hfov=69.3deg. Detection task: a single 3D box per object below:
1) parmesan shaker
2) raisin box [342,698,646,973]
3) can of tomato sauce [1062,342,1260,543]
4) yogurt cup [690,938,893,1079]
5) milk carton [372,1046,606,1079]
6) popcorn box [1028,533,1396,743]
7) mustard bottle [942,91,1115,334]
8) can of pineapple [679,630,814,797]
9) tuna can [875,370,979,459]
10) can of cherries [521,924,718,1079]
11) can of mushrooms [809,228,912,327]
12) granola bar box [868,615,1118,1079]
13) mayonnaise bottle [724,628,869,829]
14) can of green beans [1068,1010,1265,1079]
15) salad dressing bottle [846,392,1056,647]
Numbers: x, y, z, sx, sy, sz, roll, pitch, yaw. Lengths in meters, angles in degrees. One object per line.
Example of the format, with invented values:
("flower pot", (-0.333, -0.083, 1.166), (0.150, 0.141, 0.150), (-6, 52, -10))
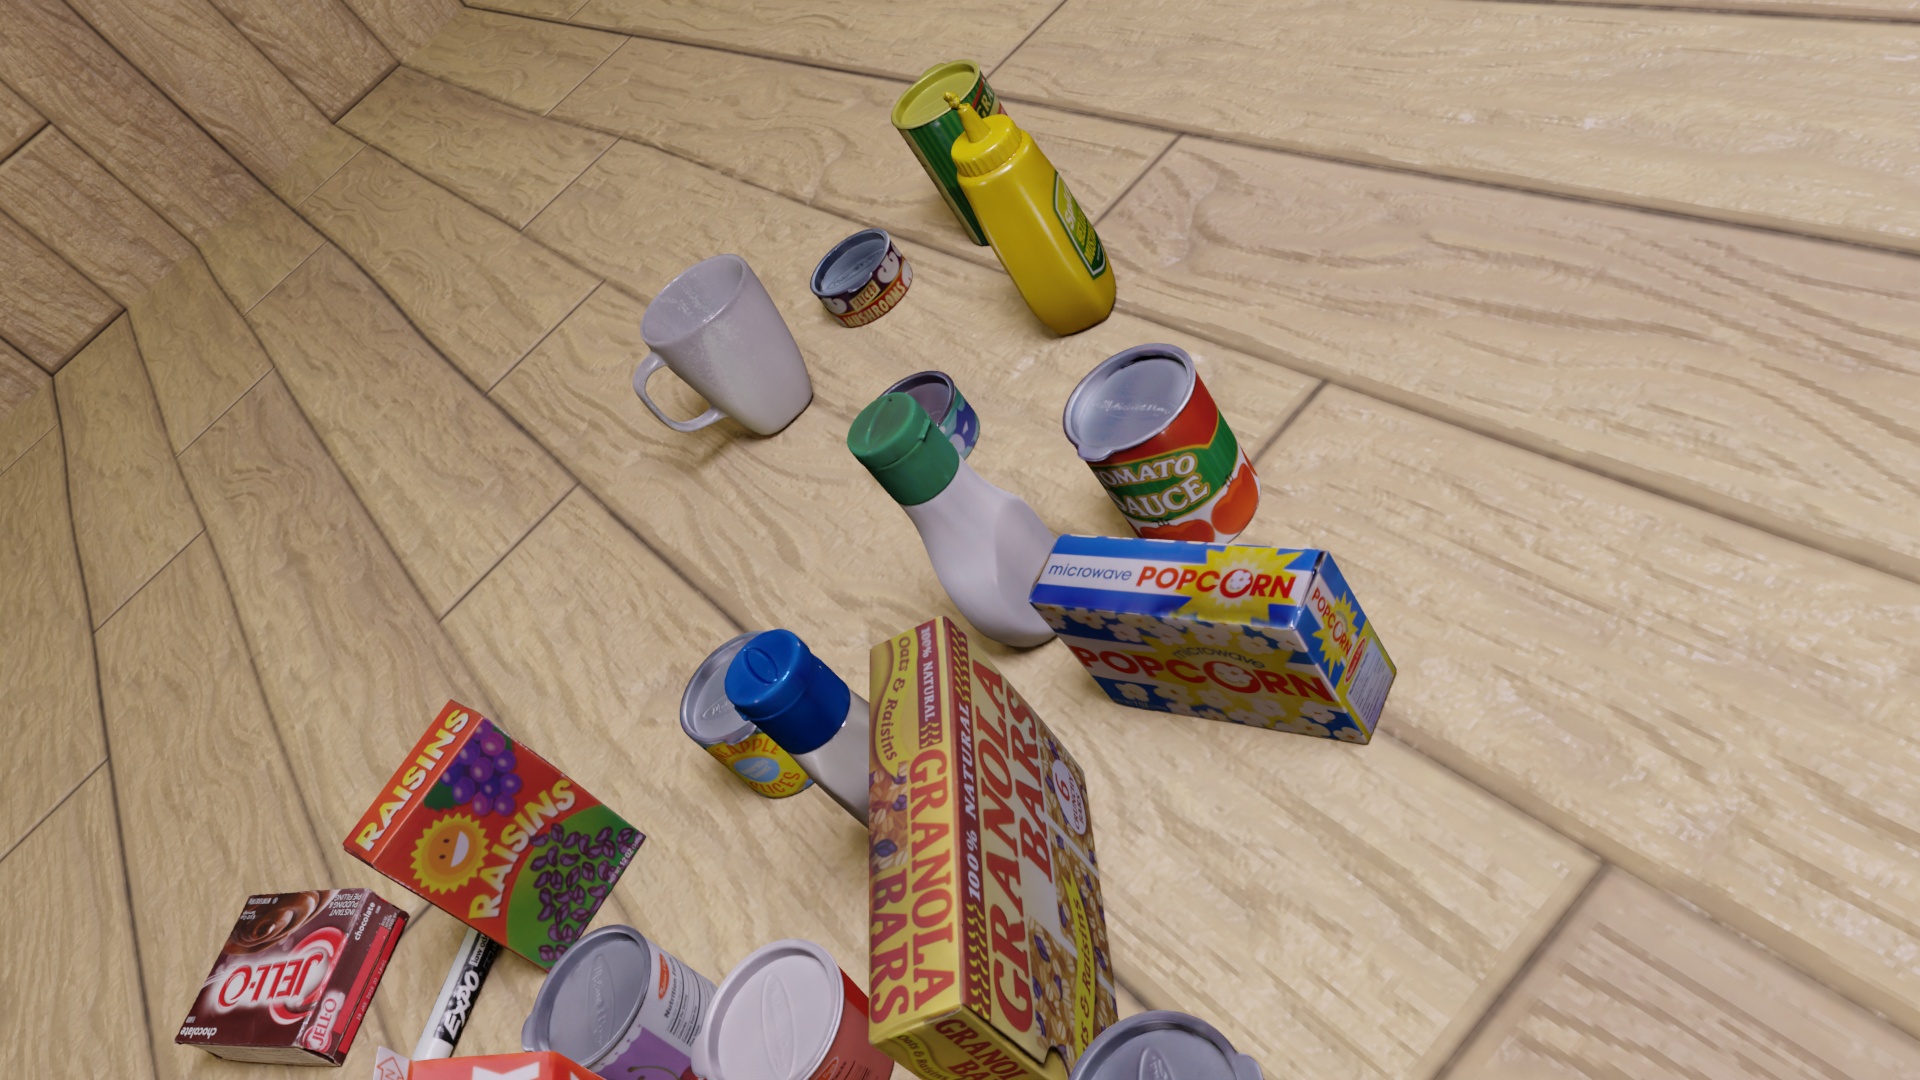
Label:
("parmesan shaker", (0.009, -0.258, 0.923), (0.071, 0.102, 0.072), (-22, 42, 21))
("raisin box", (-0.231, 0.150, 0.699), (0.040, 0.123, 0.086), (10, 60, 44))
("can of tomato sauce", (0.096, -0.039, 0.655), (0.071, 0.083, 0.071), (-22, 42, 21))
("yogurt cup", (-0.063, 0.205, 0.566), (0.072, 0.053, 0.073), (-22, 42, 21))
("milk carton", (-0.133, 0.241, 0.477), (0.073, 0.190, 0.073), (-31, 39, 11))
("popcorn box", (0.102, 0.038, 0.572), (0.126, 0.085, 0.038), (4, 55, 41))
("mustard bottle", (0.036, -0.190, 0.789), (0.048, 0.159, 0.066), (-19, 43, 25))
("can of pineapple", (-0.099, 0.090, 0.705), (0.071, 0.057, 0.071), (-22, 42, 21))
("tuna can", (-0.024, -0.063, 0.815), (0.071, 0.032, 0.071), (-22, 42, 21))
("can of cherries", (-0.149, 0.216, 0.621), (0.071, 0.058, 0.072), (-22, 42, 21))
("can of mushrooms", (-0.068, -0.181, 0.966), (0.071, 0.033, 0.071), (-22, 42, 21))
("granola bar box", (0.013, 0.128, 0.523), (0.039, 0.124, 0.166), (-24, 41, 19))
("mayonnaise bottle", (-0.040, 0.092, 0.582), (0.041, 0.147, 0.065), (-46, 39, -7))
("can of green beans", (0.075, 0.198, 0.459), (0.071, 0.057, 0.071), (-22, 42, 21))
("salad dressing bottle", (0.002, -0.008, 0.647), (0.044, 0.147, 0.064), (-7, 49, 35))
